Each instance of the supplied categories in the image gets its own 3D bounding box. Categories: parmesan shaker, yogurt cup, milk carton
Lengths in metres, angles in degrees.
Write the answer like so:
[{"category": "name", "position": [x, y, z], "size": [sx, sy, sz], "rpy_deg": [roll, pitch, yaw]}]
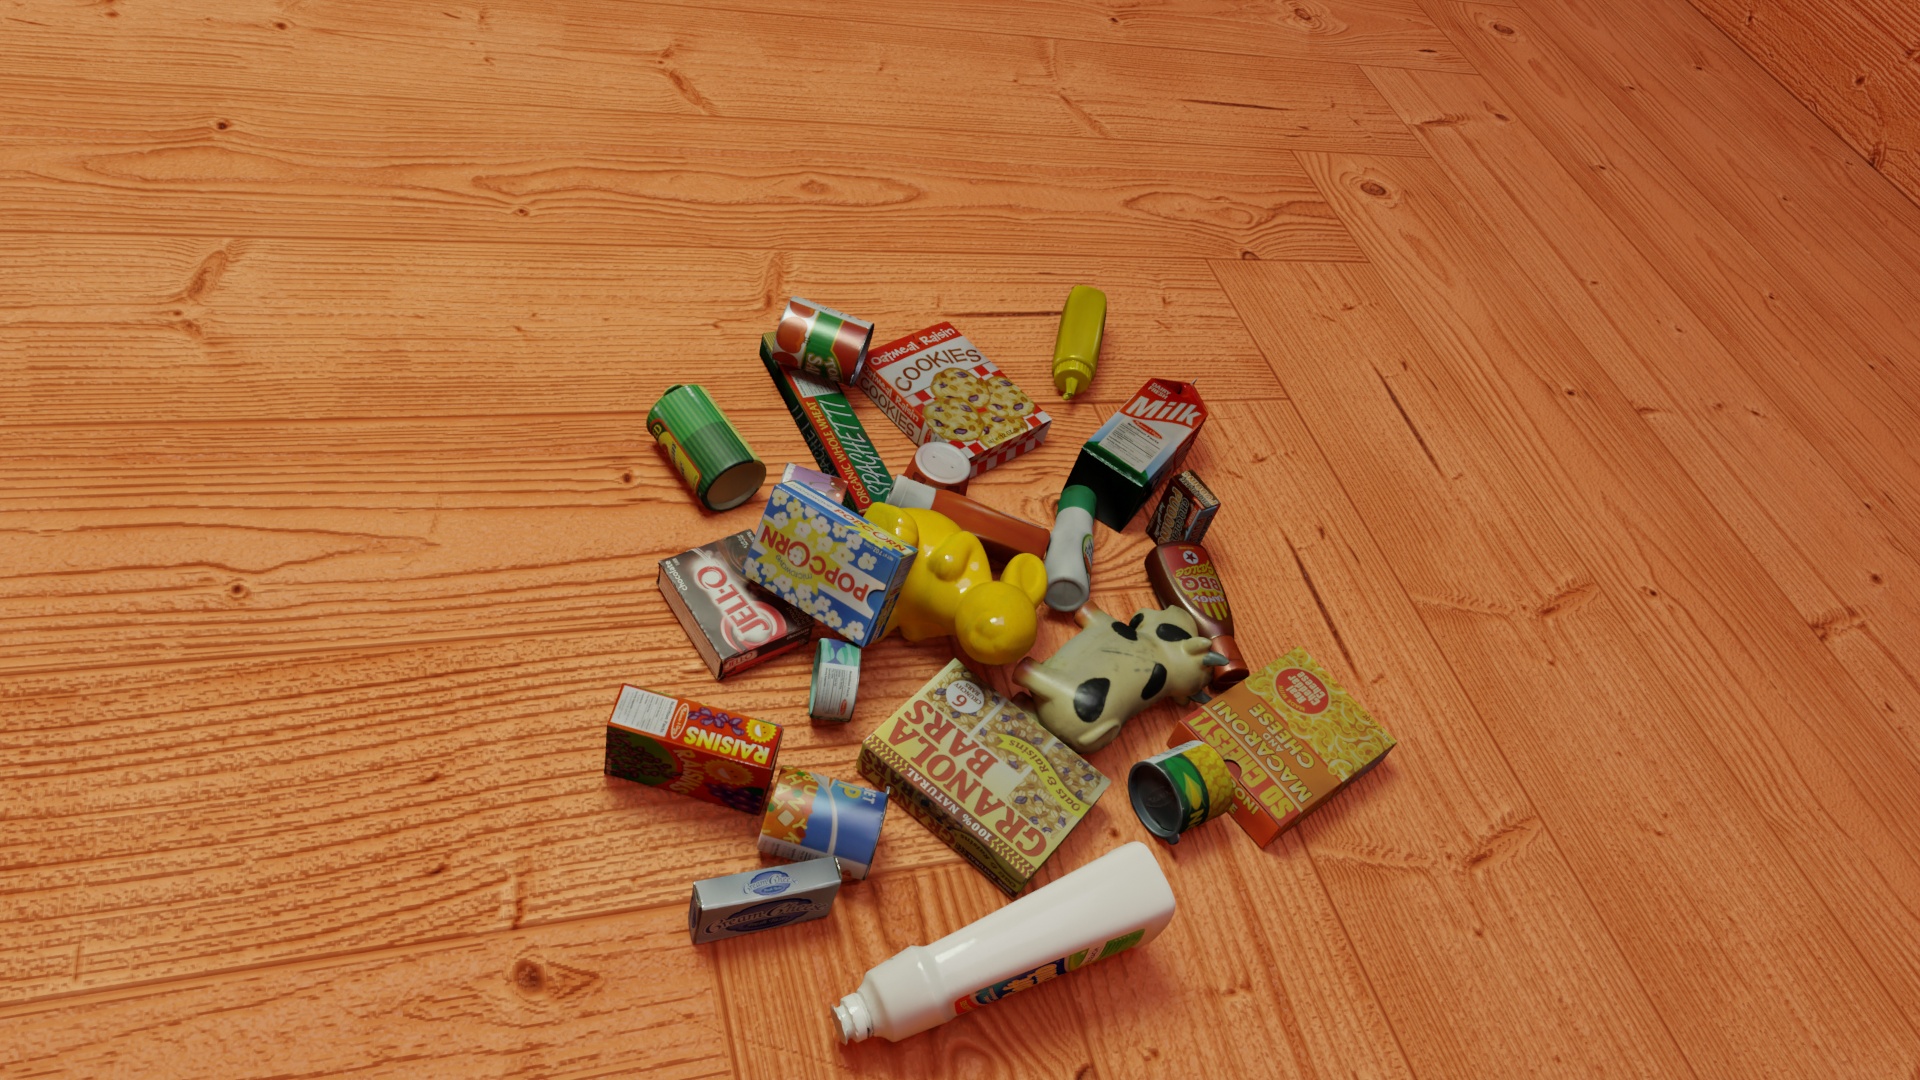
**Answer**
[{"category": "parmesan shaker", "position": [-0.230, -0.085, 1.253], "size": [0.071, 0.071, 0.103], "rpy_deg": [-22, 59, -33]}, {"category": "yogurt cup", "position": [-0.023, -0.056, 1.310], "size": [0.072, 0.053, 0.073], "rpy_deg": [10, 46, -11]}, {"category": "milk carton", "position": [0.187, -0.098, 1.408], "size": [0.073, 0.072, 0.191], "rpy_deg": [34, 48, 13]}]

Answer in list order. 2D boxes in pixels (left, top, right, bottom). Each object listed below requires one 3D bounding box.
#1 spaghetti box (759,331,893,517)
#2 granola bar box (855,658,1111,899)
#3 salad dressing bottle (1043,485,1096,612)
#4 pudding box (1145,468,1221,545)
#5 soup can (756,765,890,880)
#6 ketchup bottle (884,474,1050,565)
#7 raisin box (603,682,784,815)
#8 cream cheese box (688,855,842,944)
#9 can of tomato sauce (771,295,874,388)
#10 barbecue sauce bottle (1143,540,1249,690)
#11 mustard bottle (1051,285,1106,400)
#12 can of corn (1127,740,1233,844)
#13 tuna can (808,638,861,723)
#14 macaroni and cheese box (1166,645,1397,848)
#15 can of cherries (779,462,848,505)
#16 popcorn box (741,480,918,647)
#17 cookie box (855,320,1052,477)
[{"category": "spaghetti box", "position": [-0.127, -0.112, 1.342], "size": [0.050, 0.028, 0.251], "rpy_deg": [-12, 54, -28]}, {"category": "granola bar box", "position": [0.018, 0.187, 1.113], "size": [0.166, 0.038, 0.125], "rpy_deg": [37, 48, 15]}, {"category": "salad dressing bottle", "position": [0.104, 0.004, 1.298], "size": [0.044, 0.064, 0.148], "rpy_deg": [-1, 37, 11]}, {"category": "pudding box", "position": [0.215, -0.022, 1.341], "size": [0.030, 0.083, 0.050], "rpy_deg": [-19, 58, -29]}, {"category": "soup can", "position": [-0.101, 0.207, 1.034], "size": [0.084, 0.071, 0.072], "rpy_deg": [17, 46, -3]}, {"category": "ketchup bottle", "position": [0.005, -0.016, 1.266], "size": [0.149, 0.064, 0.043], "rpy_deg": [21, 77, -9]}, {"category": "raisin box", "position": [-0.199, 0.156, 1.034], "size": [0.123, 0.085, 0.040], "rpy_deg": [16, 52, -4]}, {"category": "cream cheese box", "position": [-0.139, 0.255, 0.987], "size": [0.104, 0.053, 0.024], "rpy_deg": [-5, 49, -23]}, {"category": "can of tomato sauce", "position": [-0.134, -0.191, 1.347], "size": [0.083, 0.070, 0.071], "rpy_deg": [19, 46, -1]}, {"category": "barbecue sauce bottle", "position": [0.223, 0.069, 1.288], "size": [0.065, 0.043, 0.149], "rpy_deg": [2, 49, -25]}, {"category": "mustard bottle", "position": [0.126, -0.204, 1.492], "size": [0.049, 0.065, 0.161], "rpy_deg": [13, 52, 0]}, {"category": "can of corn", "position": [0.181, 0.205, 1.135], "size": [0.058, 0.070, 0.071], "rpy_deg": [-16, 56, -30]}, {"category": "tuna can", "position": [-0.102, 0.112, 1.123], "size": [0.033, 0.070, 0.071], "rpy_deg": [8, 47, -10]}, {"category": "macaroni and cheese box", "position": [0.281, 0.176, 1.213], "size": [0.167, 0.040, 0.124], "rpy_deg": [-24, 60, -35]}, {"category": "can of cherries", "position": [-0.136, -0.029, 1.237], "size": [0.058, 0.071, 0.072], "rpy_deg": [17, 46, -5]}, {"category": "popcorn box", "position": [-0.107, 0.017, 1.126], "size": [0.127, 0.085, 0.038], "rpy_deg": [30, 19, 17]}, {"category": "cookie box", "position": [-0.009, -0.144, 1.403], "size": [0.123, 0.040, 0.168], "rpy_deg": [-27, 62, -36]}]
